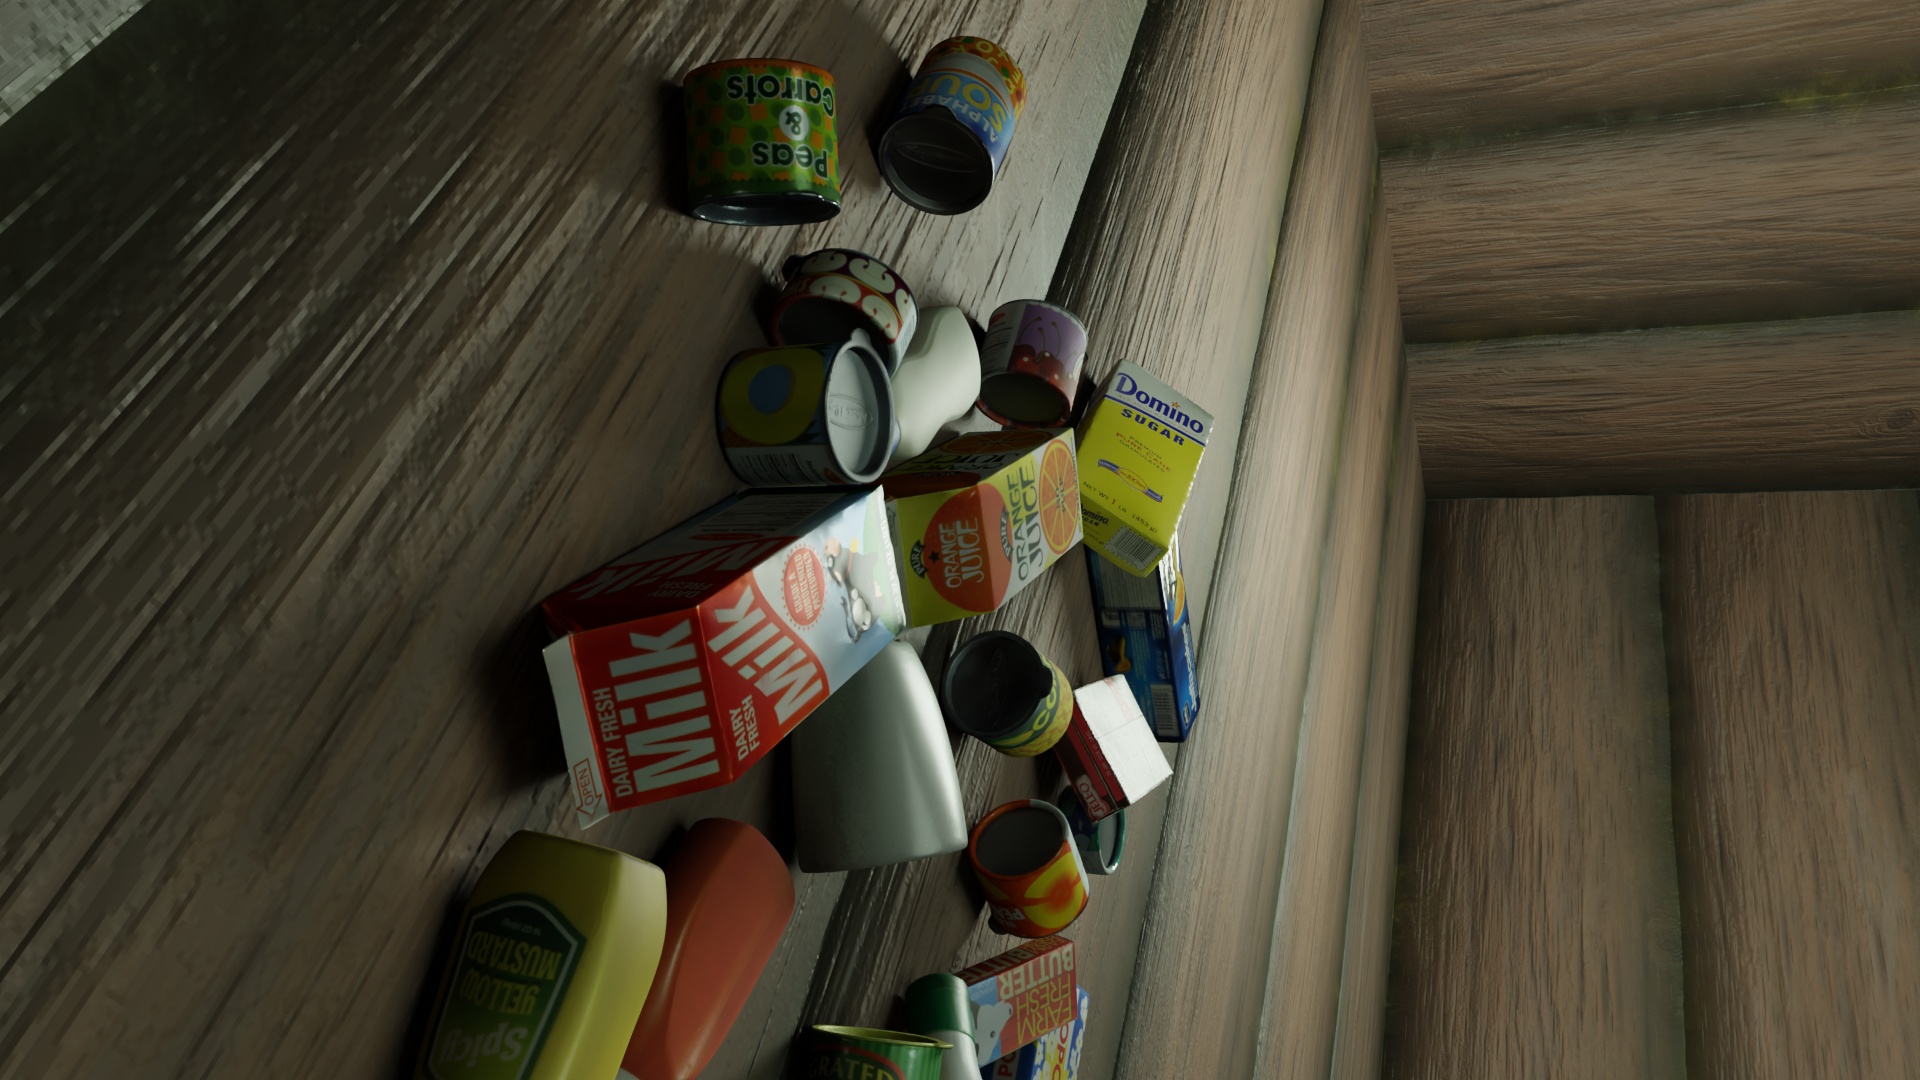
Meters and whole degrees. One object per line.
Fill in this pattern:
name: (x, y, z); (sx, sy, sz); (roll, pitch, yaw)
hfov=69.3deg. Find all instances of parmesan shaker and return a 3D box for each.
parmesan shaker: (-0.044, 0.292, 0.669); (0.071, 0.071, 0.103); (38, 55, -60)

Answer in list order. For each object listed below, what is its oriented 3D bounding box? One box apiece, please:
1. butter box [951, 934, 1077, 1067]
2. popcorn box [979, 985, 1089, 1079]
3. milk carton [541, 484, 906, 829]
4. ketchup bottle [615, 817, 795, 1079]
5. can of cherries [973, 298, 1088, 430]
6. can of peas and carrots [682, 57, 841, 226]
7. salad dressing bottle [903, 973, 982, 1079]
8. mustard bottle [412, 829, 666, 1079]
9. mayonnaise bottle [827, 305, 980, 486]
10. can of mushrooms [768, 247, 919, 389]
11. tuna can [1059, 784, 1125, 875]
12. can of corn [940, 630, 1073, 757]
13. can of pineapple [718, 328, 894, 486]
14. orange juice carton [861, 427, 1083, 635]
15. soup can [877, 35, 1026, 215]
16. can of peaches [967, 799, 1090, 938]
butter box: (0.028, 0.279, 0.840); (0.104, 0.024, 0.053); (-9, 98, -41)
popcorn box: (0.045, 0.347, 0.905); (0.085, 0.038, 0.127); (54, 42, -50)
milk carton: (-0.098, 0.038, 0.557); (0.191, 0.073, 0.072); (-39, 124, -60)
ketchup bottle: (-0.116, 0.183, 0.548); (0.150, 0.043, 0.064); (-61, 141, -48)
can of cherries: (0.046, -0.110, 0.886); (0.071, 0.071, 0.059); (58, 39, -49)
can of peas and carrots: (-0.085, -0.171, 0.599); (0.071, 0.071, 0.058); (-7, 95, -66)
salad dressing bottle: (-0.005, 0.299, 0.727); (0.064, 0.044, 0.148); (-59, -156, 30)
mustard bottle: (-0.148, 0.179, 0.457); (0.048, 0.065, 0.161); (55, 45, -58)
mayonnaise bottle: (-0.034, -0.075, 0.744); (0.149, 0.041, 0.064); (-51, 133, -53)
can of mushrooms: (-0.058, -0.105, 0.664); (0.070, 0.071, 0.034); (64, 35, -44)
tuna can: (0.099, 0.213, 1.034); (0.071, 0.033, 0.071); (-1, 91, -66)
can of corn: (0.032, 0.094, 0.845); (0.058, 0.071, 0.071); (43, 51, -59)
can of pineapple: (-0.070, -0.060, 0.642); (0.071, 0.058, 0.071); (-2, 91, -66)
orange juice carton: (0.003, -0.010, 0.783); (0.193, 0.073, 0.071); (-34, 120, -61)
soup can: (-0.003, -0.237, 0.785); (0.071, 0.071, 0.084); (65, 33, -42)
can of peaches: (0.041, 0.206, 0.871); (0.071, 0.071, 0.057); (-64, 144, -46)
